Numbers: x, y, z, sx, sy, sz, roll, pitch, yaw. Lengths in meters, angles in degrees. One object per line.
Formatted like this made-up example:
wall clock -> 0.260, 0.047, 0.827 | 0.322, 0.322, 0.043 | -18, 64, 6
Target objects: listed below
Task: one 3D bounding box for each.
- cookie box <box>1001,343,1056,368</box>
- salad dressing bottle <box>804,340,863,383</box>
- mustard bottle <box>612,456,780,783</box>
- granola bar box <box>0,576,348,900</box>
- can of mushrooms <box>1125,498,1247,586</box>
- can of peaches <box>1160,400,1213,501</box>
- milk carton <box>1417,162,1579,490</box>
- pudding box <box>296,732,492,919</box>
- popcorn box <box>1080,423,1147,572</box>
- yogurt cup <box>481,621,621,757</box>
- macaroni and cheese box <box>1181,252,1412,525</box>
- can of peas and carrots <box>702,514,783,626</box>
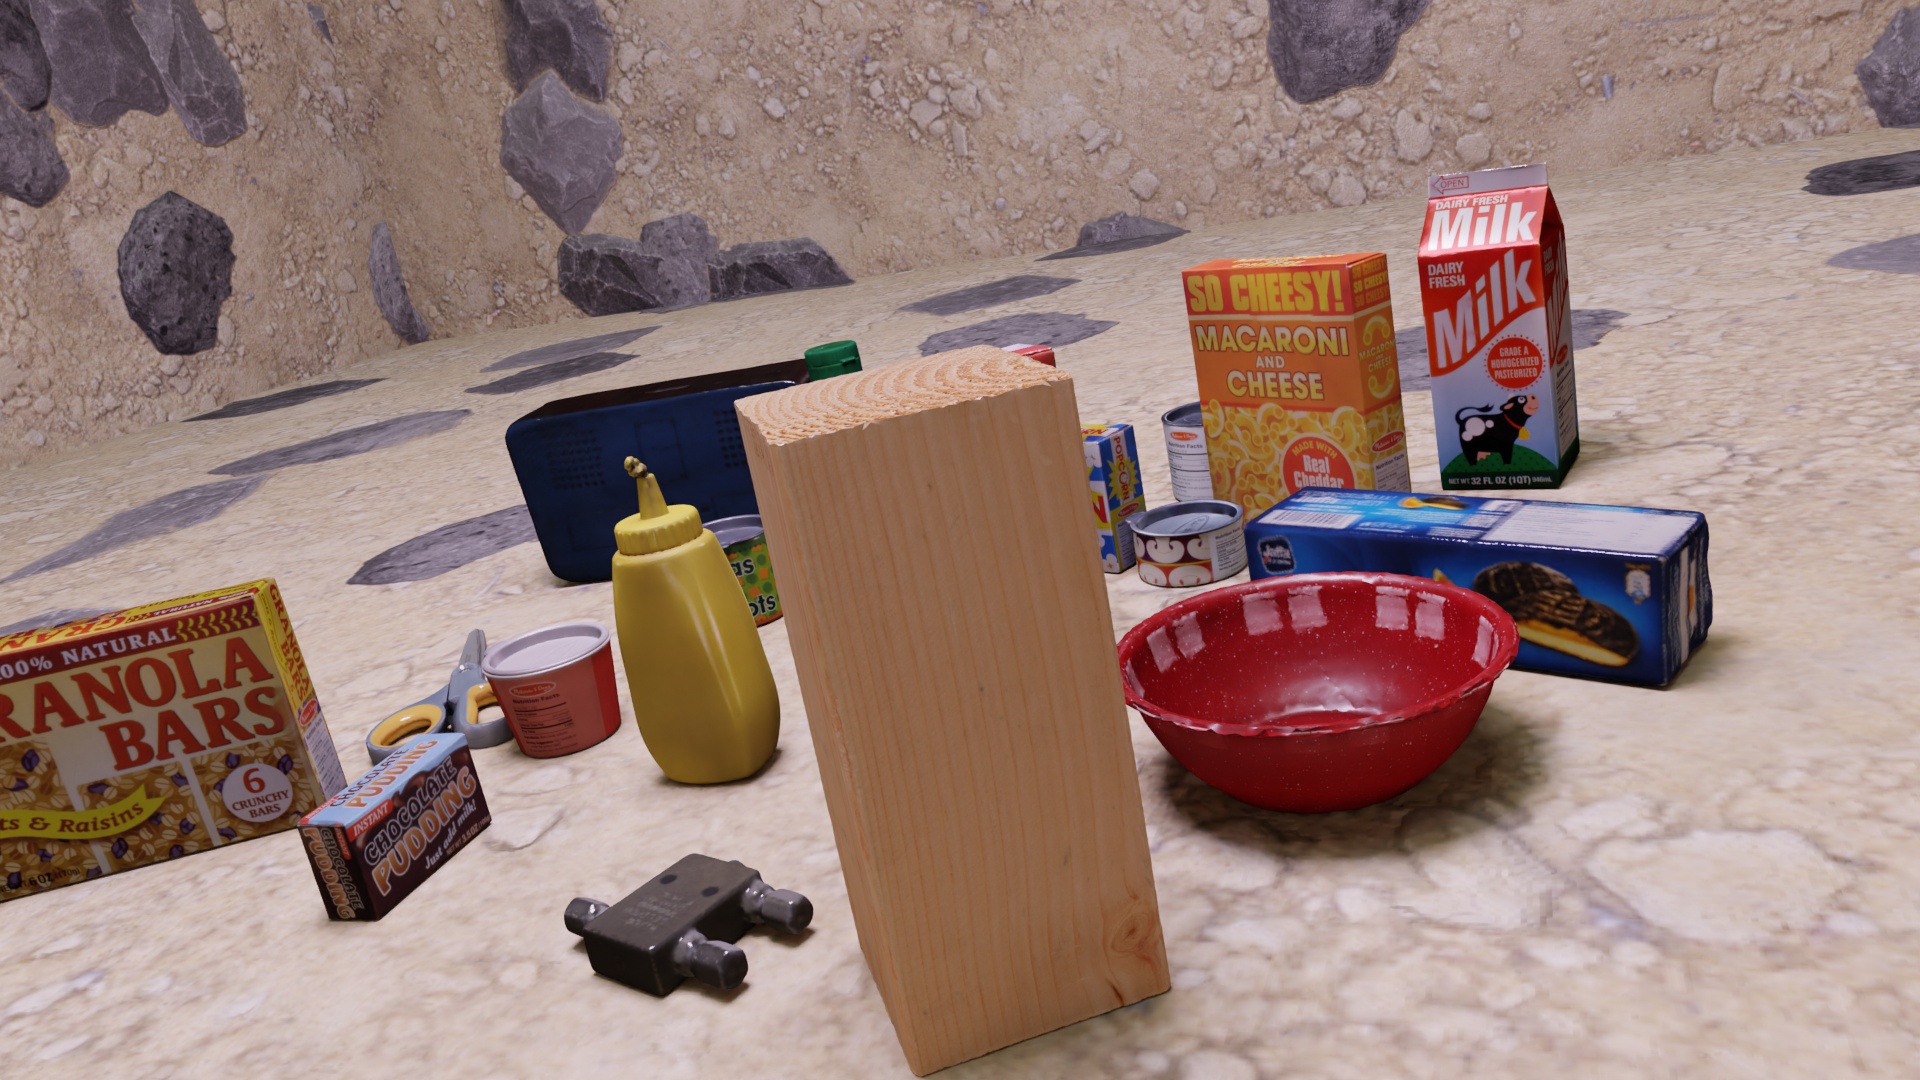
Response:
cookie box -> -0.001, -0.002, 0.681 | 0.123, 0.167, 0.040 | -18, 18, -22
salad dressing bottle -> -0.074, -0.062, 0.955 | 0.064, 0.147, 0.044 | -23, 20, -35
mustard bottle -> -0.130, 0.035, 0.655 | 0.065, 0.159, 0.049 | -5, 18, 20
granola bar box -> -0.411, 0.098, 0.690 | 0.166, 0.123, 0.039 | -13, 17, -8
can of mushrooms -> 0.133, 0.001, 0.819 | 0.071, 0.033, 0.071 | -10, 17, 3
can of peaches -> 0.176, -0.062, 0.953 | 0.071, 0.058, 0.071 | -10, 17, 3
milk carton -> 0.331, -0.132, 0.855 | 0.072, 0.190, 0.074 | 1, 20, 34
pudding box -> -0.253, 0.127, 0.626 | 0.030, 0.049, 0.084 | -5, 18, 20
popcorn box -> 0.053, -0.029, 0.875 | 0.126, 0.085, 0.038 | 4, 23, 41
yogurt cup -> -0.215, 0.080, 0.744 | 0.072, 0.053, 0.072 | -10, 17, 3
macaroni and cheese box -> 0.199, -0.084, 0.824 | 0.040, 0.166, 0.123 | -23, 20, -34
can of peas and carrots -> -0.144, 0.021, 0.881 | 0.071, 0.058, 0.071 | -10, 17, 3
